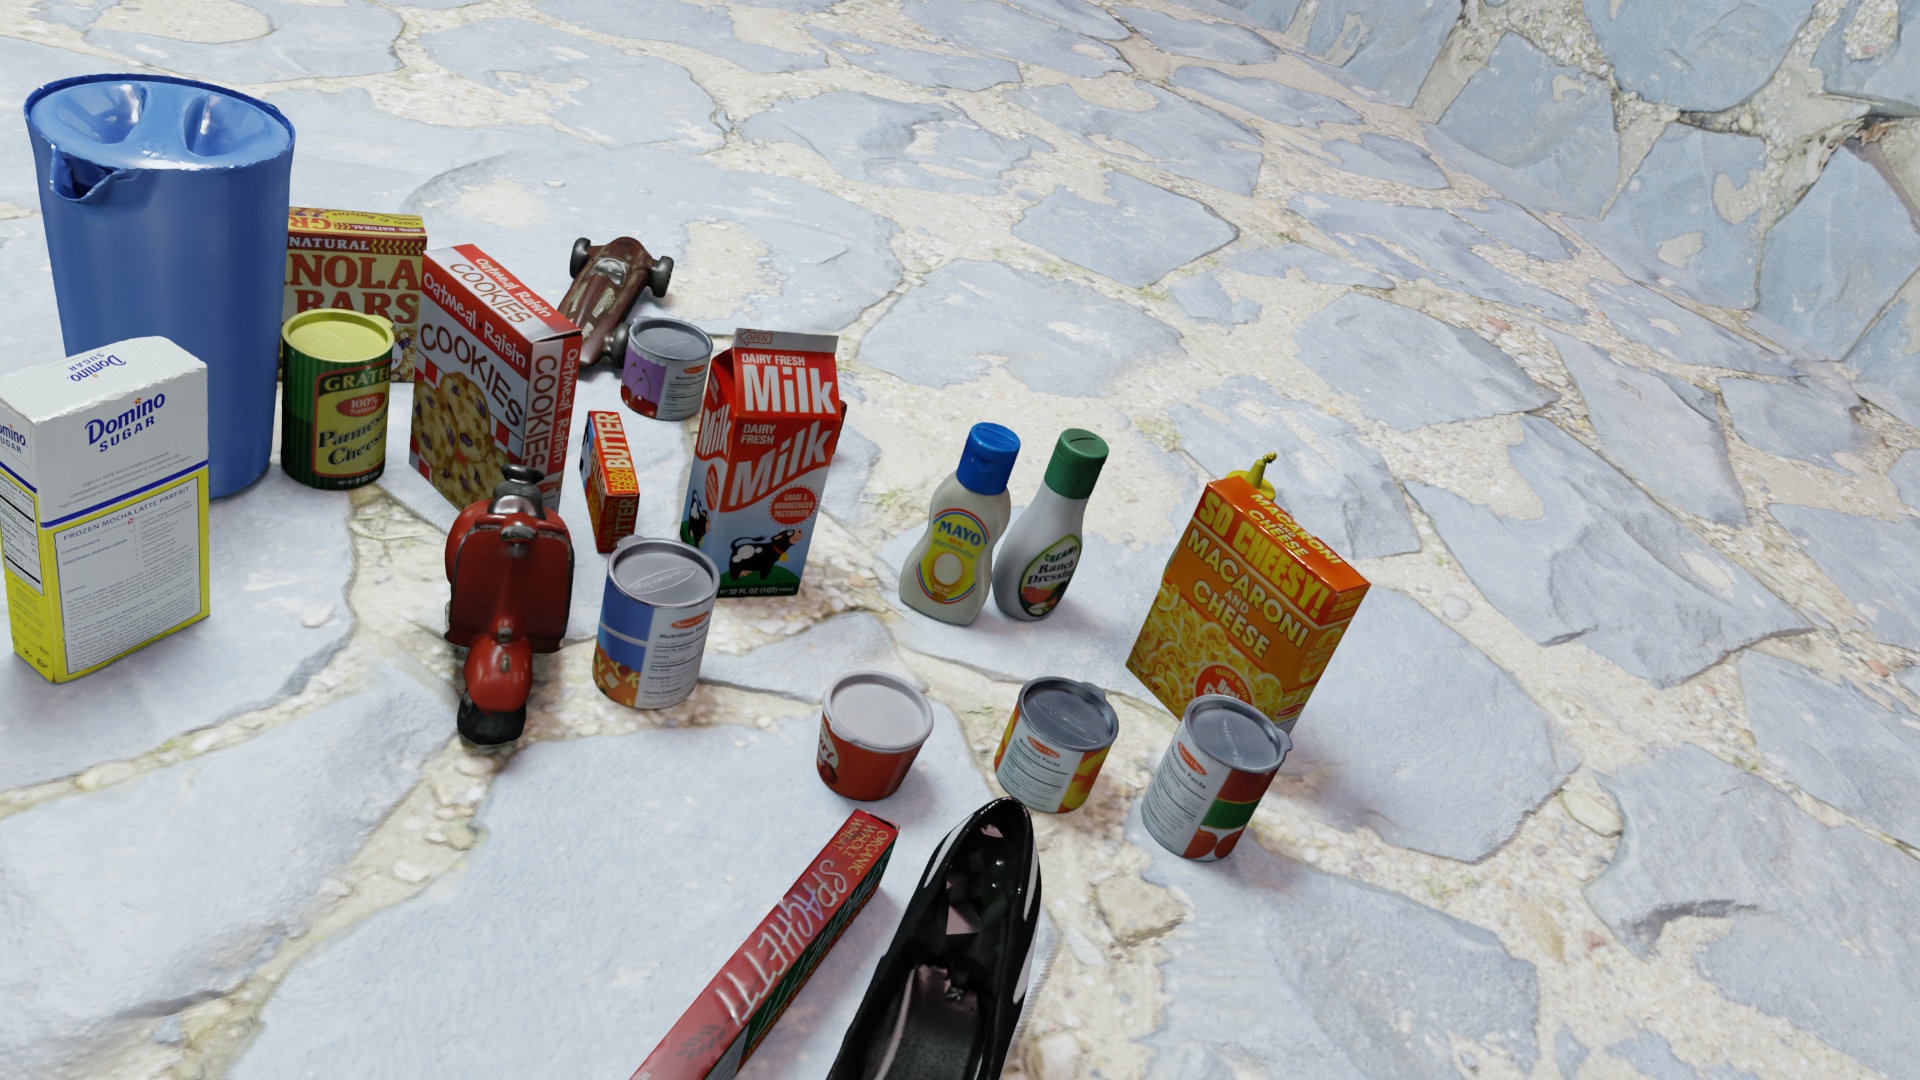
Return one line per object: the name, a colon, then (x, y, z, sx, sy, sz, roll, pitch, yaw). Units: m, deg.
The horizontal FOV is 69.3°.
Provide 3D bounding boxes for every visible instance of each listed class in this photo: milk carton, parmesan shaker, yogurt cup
milk carton: (-0.133, -0.057, 0.929, 0.072, 0.189, 0.074, 0, 38, -26)
parmesan shaker: (-0.412, -0.094, 0.924, 0.071, 0.102, 0.072, 13, 34, -9)
yogurt cup: (-0.055, 0.119, 0.837, 0.072, 0.053, 0.073, 13, 34, -9)

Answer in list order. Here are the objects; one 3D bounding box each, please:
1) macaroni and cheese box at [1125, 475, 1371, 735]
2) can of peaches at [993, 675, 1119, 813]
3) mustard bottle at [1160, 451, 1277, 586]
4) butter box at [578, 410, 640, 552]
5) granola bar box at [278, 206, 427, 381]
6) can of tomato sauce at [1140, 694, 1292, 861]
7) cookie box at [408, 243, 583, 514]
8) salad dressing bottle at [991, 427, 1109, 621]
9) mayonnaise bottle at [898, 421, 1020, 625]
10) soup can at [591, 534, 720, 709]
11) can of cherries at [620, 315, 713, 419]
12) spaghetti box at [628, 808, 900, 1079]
macaroni and cheese box: (0.190, 0.058, 0.943, 0.040, 0.165, 0.124, -12, 44, -38)
can of peaches: (0.061, 0.128, 0.878, 0.071, 0.057, 0.071, 13, 34, -9)
mustard bottle: (0.198, -0.003, 1.041, 0.049, 0.159, 0.065, 4, 36, -22)
butter box: (-0.247, -0.042, 0.976, 0.024, 0.052, 0.104, 1, 37, -25)
granola bar box: (-0.473, -0.175, 0.992, 0.166, 0.123, 0.039, -3, 39, -29)
can of tomato sauce: (0.159, 0.149, 0.872, 0.071, 0.082, 0.071, 13, 34, -9)
cookie box: (-0.309, -0.093, 0.915, 0.123, 0.166, 0.040, 37, 37, 25)
salad dressing bottle: (0.066, -0.011, 0.998, 0.064, 0.146, 0.044, -8, 42, -35)
mayonnaise bottle: (0.003, -0.012, 0.970, 0.065, 0.147, 0.041, 22, 33, 5)
soup can: (-0.188, 0.049, 0.846, 0.071, 0.083, 0.072, 13, 34, -9)
can of cherries: (-0.238, -0.139, 1.115, 0.071, 0.058, 0.072, 13, 34, -9)
spaghetti box: (-0.102, 0.221, 0.672, 0.029, 0.050, 0.251, 27, 34, 13)
